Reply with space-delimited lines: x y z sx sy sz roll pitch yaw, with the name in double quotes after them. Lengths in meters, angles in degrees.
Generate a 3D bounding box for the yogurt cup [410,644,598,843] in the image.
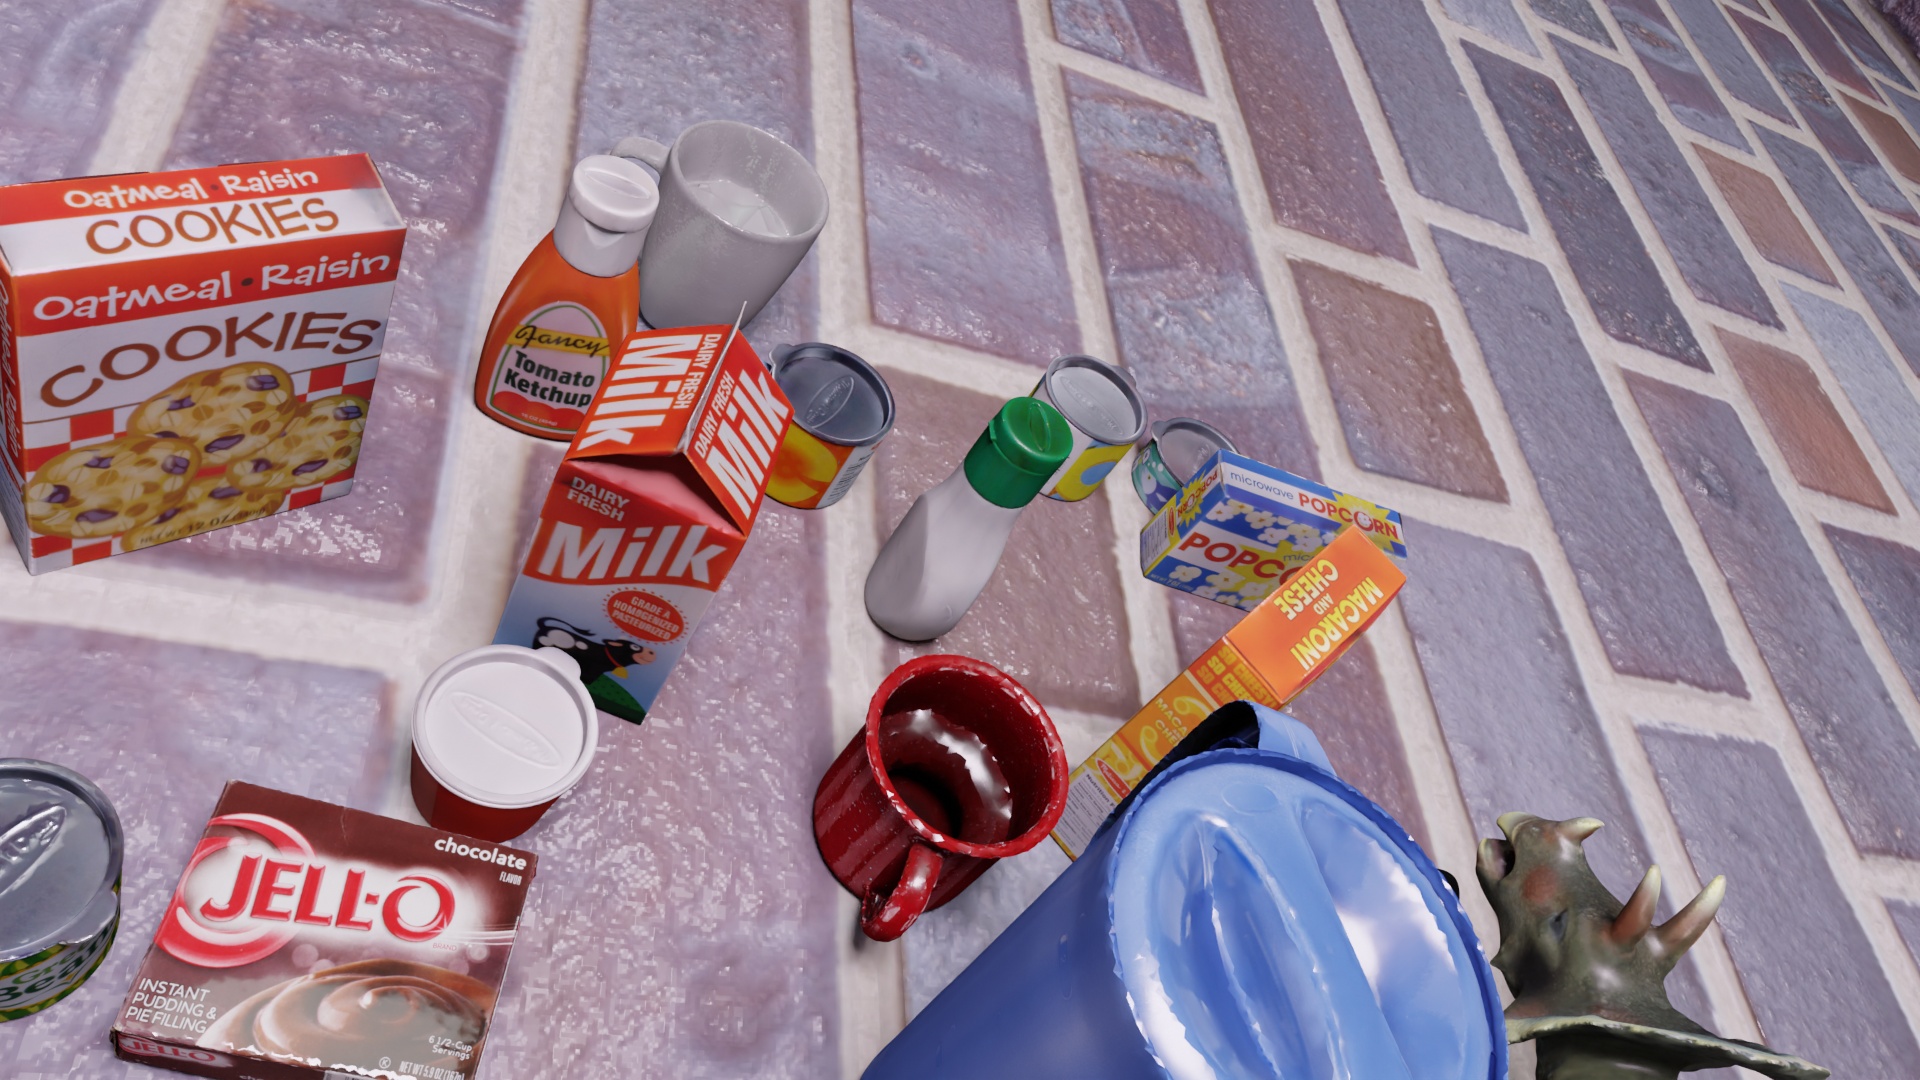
-0.180 0.082 0.538 0.072 0.053 0.073 17 48 -20 "yogurt cup"

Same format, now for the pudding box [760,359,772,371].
-0.125 -0.053 0.683 0.030 0.049 0.084 27 46 -11 "pudding box"

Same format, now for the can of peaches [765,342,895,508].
-0.077 -0.060 0.712 0.071 0.057 0.071 17 48 -20 "can of peaches"

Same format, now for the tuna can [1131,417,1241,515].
0.138 -0.041 0.846 0.071 0.032 0.071 17 48 -20 "tuna can"

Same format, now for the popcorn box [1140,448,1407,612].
0.179 0.002 0.799 0.127 0.084 0.038 17 48 -19 "popcorn box"

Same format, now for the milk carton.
-0.124 -0.010 0.550 0.073 0.189 0.073 24 46 -13 "milk carton"

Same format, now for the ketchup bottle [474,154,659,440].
-0.174 -0.107 0.627 0.065 0.148 0.044 16 49 -20 "ketchup bottle"

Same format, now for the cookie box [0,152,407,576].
-0.283 -0.064 0.512 0.123 0.166 0.040 -21 68 -41 "cookie box"

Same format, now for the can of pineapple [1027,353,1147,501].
0.067 -0.065 0.804 0.071 0.057 0.071 17 48 -20 "can of pineapple"

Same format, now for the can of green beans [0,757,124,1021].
-0.302 0.111 0.438 0.071 0.057 0.071 17 48 -20 "can of green beans"

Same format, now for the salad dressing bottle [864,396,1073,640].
0.002 -0.008 0.656 0.044 0.147 0.064 13 50 -23 "salad dressing bottle"

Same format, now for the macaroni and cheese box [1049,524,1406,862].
0.120 0.075 0.648 0.040 0.165 0.124 49 46 11 "macaroni and cheese box"
